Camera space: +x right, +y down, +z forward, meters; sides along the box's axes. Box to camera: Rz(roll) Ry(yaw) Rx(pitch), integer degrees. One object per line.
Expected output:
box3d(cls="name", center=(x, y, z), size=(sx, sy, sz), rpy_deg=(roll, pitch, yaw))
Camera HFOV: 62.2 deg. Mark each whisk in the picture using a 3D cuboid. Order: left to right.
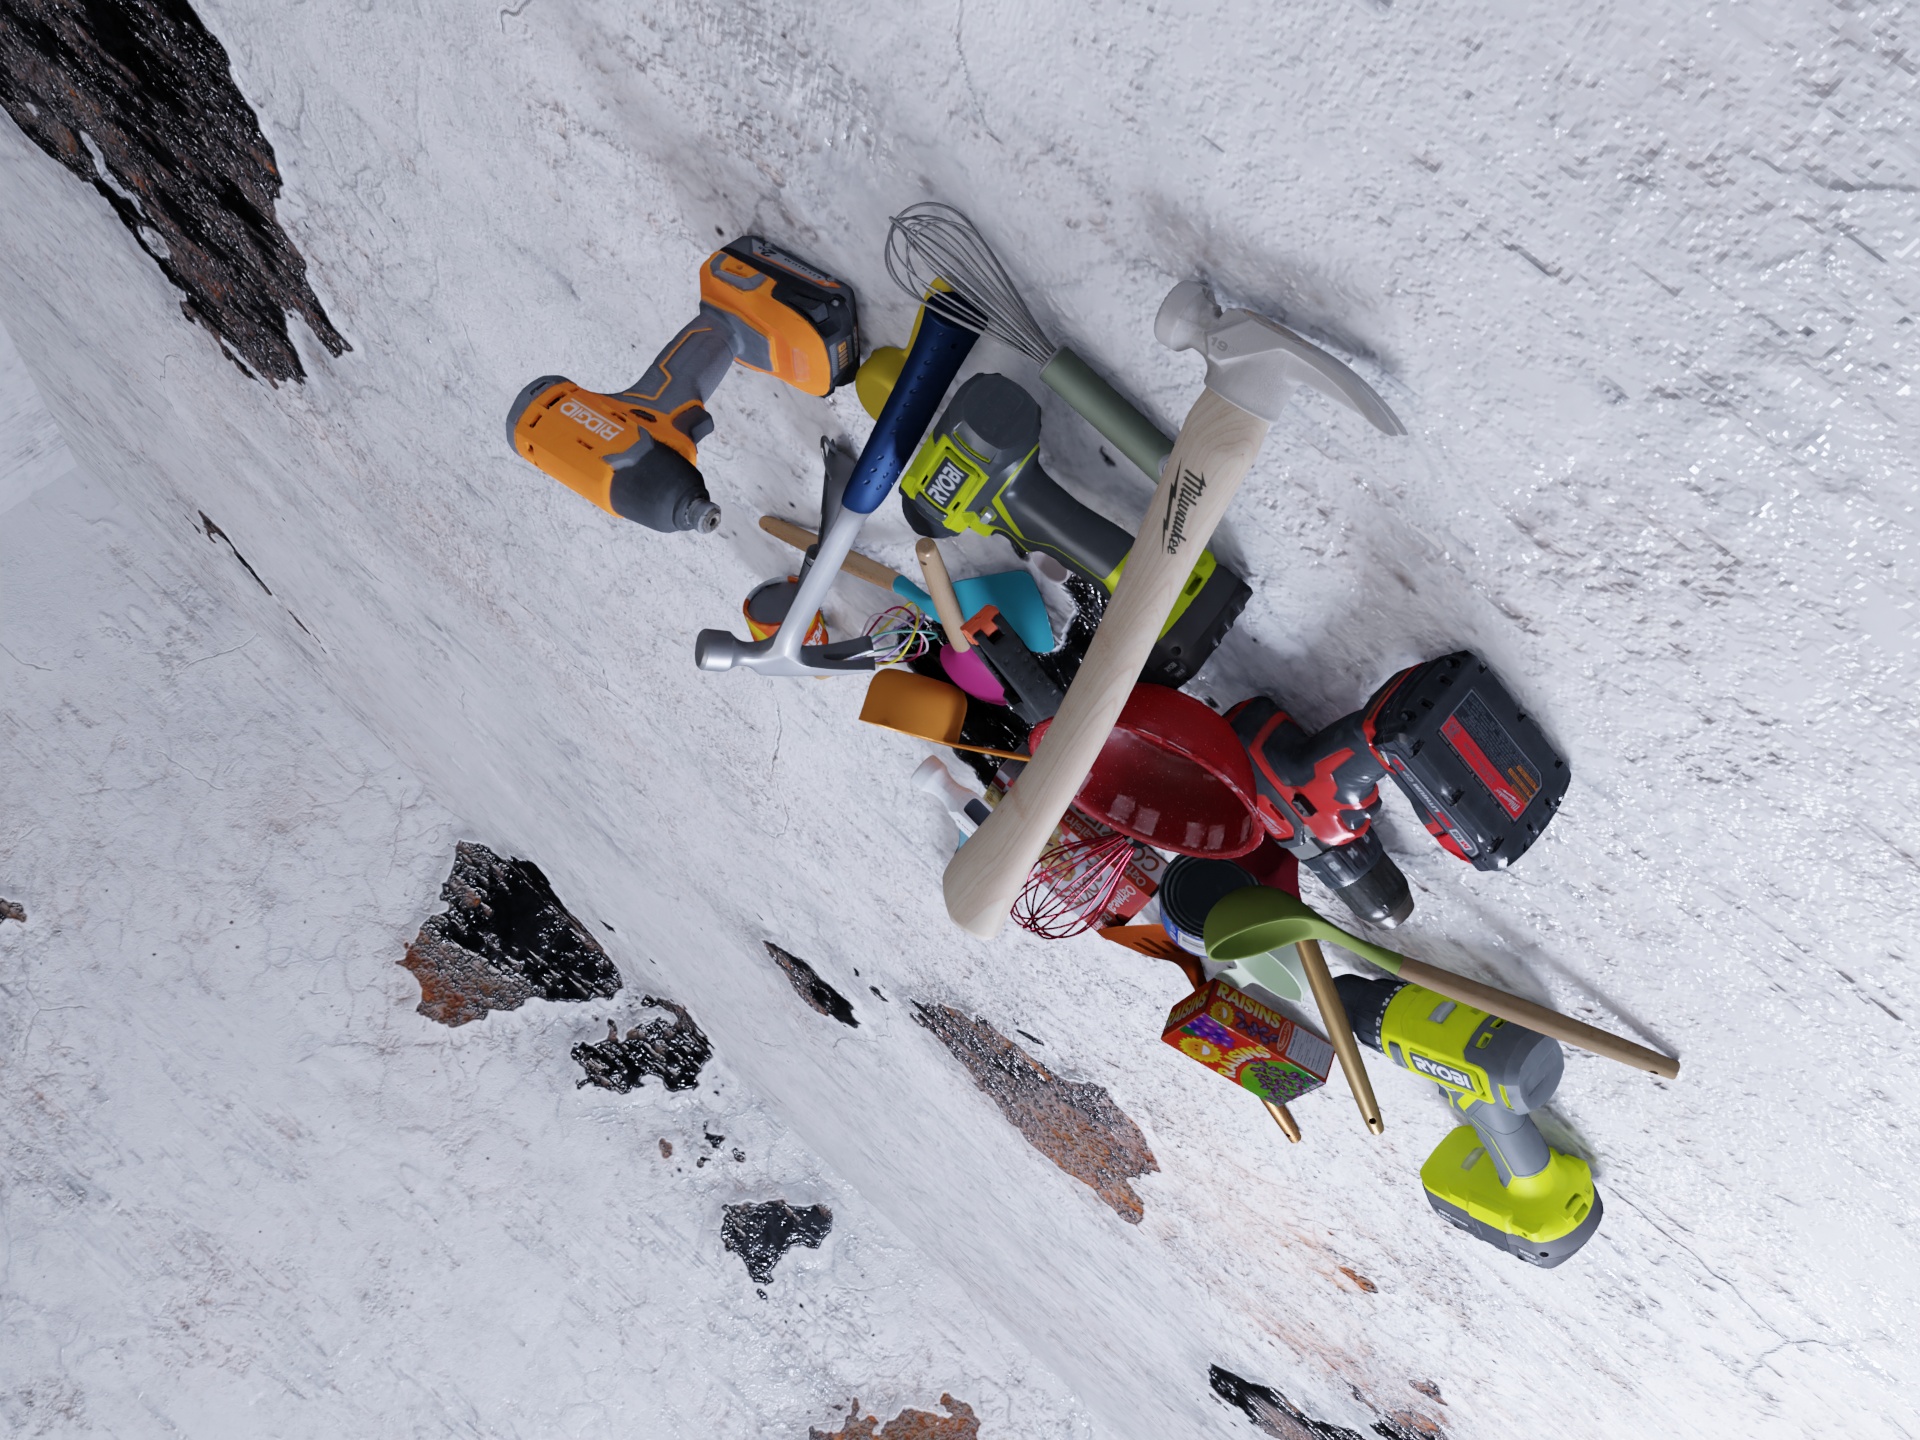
box3d(cls="whisk", center=(-0.082, -0.064, 1.392), size=(0.245, 0.051, 0.047), rpy_deg=(-15, 87, 65))
box3d(cls="whisk", center=(0.049, -0.223, 0.964), size=(0.246, 0.058, 0.059), rpy_deg=(42, -172, -1))
box3d(cls="whisk", center=(0.127, 0.099, 1.248), size=(0.073, 0.073, 0.295), rpy_deg=(44, 137, 1))

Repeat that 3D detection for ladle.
box3d(cls="ladle", center=(0.255, 0.173, 1.162), size=(0.069, 0.031, 0.315), rpy_deg=(-19, 106, 16))
box3d(cls="ladle", center=(0.321, 0.187, 1.080), size=(0.320, 0.062, 0.078), rpy_deg=(20, 159, 14))

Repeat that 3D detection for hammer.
box3d(cls="hammer", center=(-0.071, -0.149, 1.145), size=(0.405, 0.144, 0.035), rpy_deg=(126, 141, -50))
box3d(cls="hammer", center=(0.008, 0.126, 1.471), size=(0.128, 0.033, 0.330), rpy_deg=(42, 165, 11))
box3d(cls="hammer", center=(0.096, -0.032, 0.917), size=(0.146, 0.038, 0.410), rpy_deg=(37, 118, 22))

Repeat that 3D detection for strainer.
box3d(cls="strainer", center=(-0.111, -0.137, 1.273), size=(0.050, 0.087, 0.258), rpy_deg=(12, 147, -10))

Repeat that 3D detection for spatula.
box3d(cls="spatula", center=(-0.058, -0.123, 1.285), size=(0.318, 0.044, 0.082), rpy_deg=(28, 151, 40))
box3d(cls="spatula", center=(0.233, 0.282, 1.433), size=(0.081, 0.041, 0.322), rpy_deg=(-10, 124, 40))

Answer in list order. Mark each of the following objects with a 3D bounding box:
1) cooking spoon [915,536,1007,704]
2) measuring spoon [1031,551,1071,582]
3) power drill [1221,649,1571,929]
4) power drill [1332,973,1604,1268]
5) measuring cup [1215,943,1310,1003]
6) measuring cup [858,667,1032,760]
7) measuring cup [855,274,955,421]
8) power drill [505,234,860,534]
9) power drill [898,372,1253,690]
box3d(cls="cooking spoon", center=(-0.003, -0.066, 1.191), size=(0.069, 0.017, 0.318), rpy_deg=(25, 167, 15))
box3d(cls="measuring spoon", center=(0.044, -0.152, 1.108), size=(0.124, 0.018, 0.034), rpy_deg=(58, 152, -11))
box3d(cls="power drill", center=(0.272, 0.054, 1.008), size=(0.188, 0.080, 0.227), rpy_deg=(49, 157, -9))
box3d(cls="power drill", center=(0.377, 0.290, 1.200), size=(0.191, 0.080, 0.228), rpy_deg=(14, 139, 54))
box3d(cls="measuring cup", center=(0.245, 0.195, 1.304), size=(0.083, 0.038, 0.167), rpy_deg=(41, 164, 5))
box3d(cls="measuring cup", center=(-0.002, -0.004, 1.329), size=(0.174, 0.052, 0.095), rpy_deg=(13, 176, 29))
box3d(cls="measuring cup", center=(-0.035, -0.244, 1.061), size=(0.062, 0.029, 0.156), rpy_deg=(44, 156, 2))
box3d(cls="power drill", center=(-0.168, -0.218, 1.068), size=(0.164, 0.226, 0.084), rpy_deg=(33, 152, 22))
box3d(cls="power drill", center=(0.063, -0.109, 1.035), size=(0.223, 0.080, 0.171), rpy_deg=(39, 156, -3))
